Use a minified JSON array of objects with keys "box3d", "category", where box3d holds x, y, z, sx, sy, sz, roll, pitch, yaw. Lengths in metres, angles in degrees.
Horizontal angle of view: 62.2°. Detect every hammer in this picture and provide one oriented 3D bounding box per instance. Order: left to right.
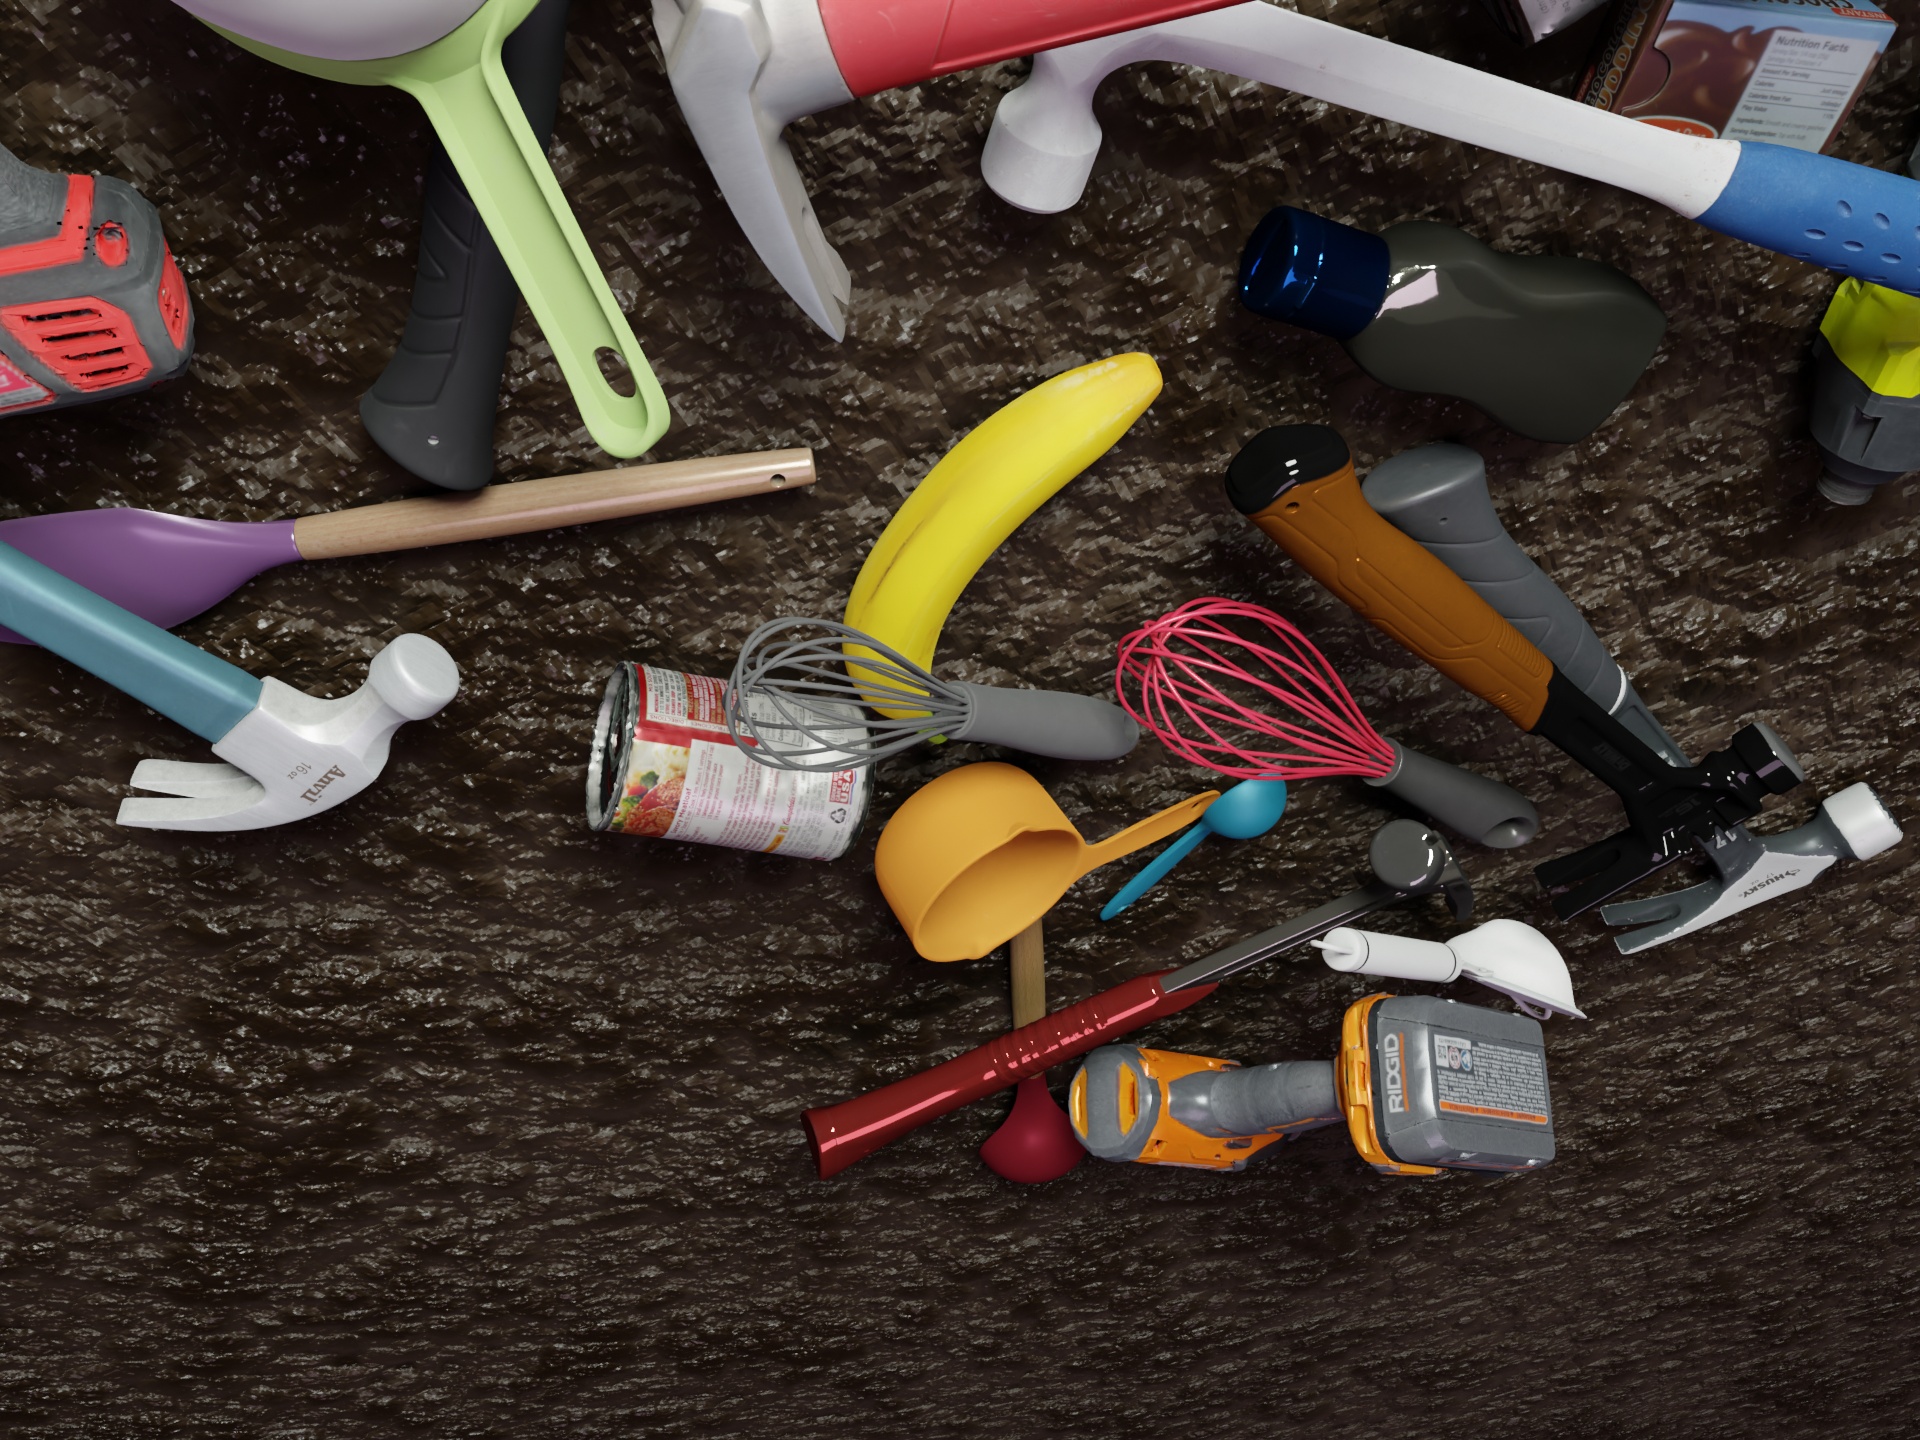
[{"box3d":[-0.339,-0.061,0.517,0.128,0.033,0.330,-37,127,23],"category":"hammer"},{"box3d":[-0.115,-0.199,0.436,0.146,0.035,0.334,9,133,-20],"category":"hammer"},{"box3d":[0.081,0.146,0.797,0.359,0.037,0.149,-27,157,14],"category":"hammer"},{"box3d":[0.116,-0.191,0.389,0.386,0.038,0.143,-8,142,14],"category":"hammer"},{"box3d":[0.217,-0.016,0.654,0.336,0.034,0.127,31,123,-34],"category":"hammer"},{"box3d":[0.299,-0.001,0.734,0.149,0.036,0.408,-35,131,24],"category":"hammer"},{"box3d":[0.219,-0.168,0.474,0.405,0.035,0.144,12,145,-10],"category":"hammer"}]

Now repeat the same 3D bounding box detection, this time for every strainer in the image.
[{"box3d":[-0.142,-0.166,0.369,0.151,0.069,0.256,-11,120,25],"category":"strainer"},{"box3d":[0.238,0.117,0.772,0.258,0.087,0.050,15,92,-48],"category":"strainer"}]

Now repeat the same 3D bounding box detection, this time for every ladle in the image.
[{"box3d":[0.039,0.173,0.866,0.069,0.031,0.315,-9,135,-4],"category":"ladle"}]

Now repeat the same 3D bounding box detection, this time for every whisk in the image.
[{"box3d":[0.000,-0.001,0.615,0.238,0.055,0.055,7,138,-50],"category":"whisk"},{"box3d":[0.176,0.013,0.708,0.295,0.073,0.073,22,128,-38],"category":"whisk"}]

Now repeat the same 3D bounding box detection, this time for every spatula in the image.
[{"box3d":[-0.208,-0.066,0.566,0.316,0.018,0.059,-9,136,-1],"category":"spatula"}]

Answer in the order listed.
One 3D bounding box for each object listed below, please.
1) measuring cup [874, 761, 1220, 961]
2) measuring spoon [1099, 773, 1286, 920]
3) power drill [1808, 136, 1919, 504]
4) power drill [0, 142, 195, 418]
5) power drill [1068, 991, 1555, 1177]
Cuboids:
[{"box3d":[0.040,0.047,0.725,0.173,0.052,0.095,-20,145,-29],"category":"measuring cup"},{"box3d":[0.112,0.069,0.766,0.042,0.021,0.128,-5,147,-46],"category":"measuring spoon"},{"box3d":[0.433,-0.154,0.577,0.223,0.080,0.171,-3,136,-4],"category":"power drill"},{"box3d":[-0.299,-0.166,0.395,0.143,0.079,0.219,-13,141,-11],"category":"power drill"},{"box3d":[0.191,0.202,0.846,0.164,0.084,0.226,17,155,-38],"category":"power drill"}]
